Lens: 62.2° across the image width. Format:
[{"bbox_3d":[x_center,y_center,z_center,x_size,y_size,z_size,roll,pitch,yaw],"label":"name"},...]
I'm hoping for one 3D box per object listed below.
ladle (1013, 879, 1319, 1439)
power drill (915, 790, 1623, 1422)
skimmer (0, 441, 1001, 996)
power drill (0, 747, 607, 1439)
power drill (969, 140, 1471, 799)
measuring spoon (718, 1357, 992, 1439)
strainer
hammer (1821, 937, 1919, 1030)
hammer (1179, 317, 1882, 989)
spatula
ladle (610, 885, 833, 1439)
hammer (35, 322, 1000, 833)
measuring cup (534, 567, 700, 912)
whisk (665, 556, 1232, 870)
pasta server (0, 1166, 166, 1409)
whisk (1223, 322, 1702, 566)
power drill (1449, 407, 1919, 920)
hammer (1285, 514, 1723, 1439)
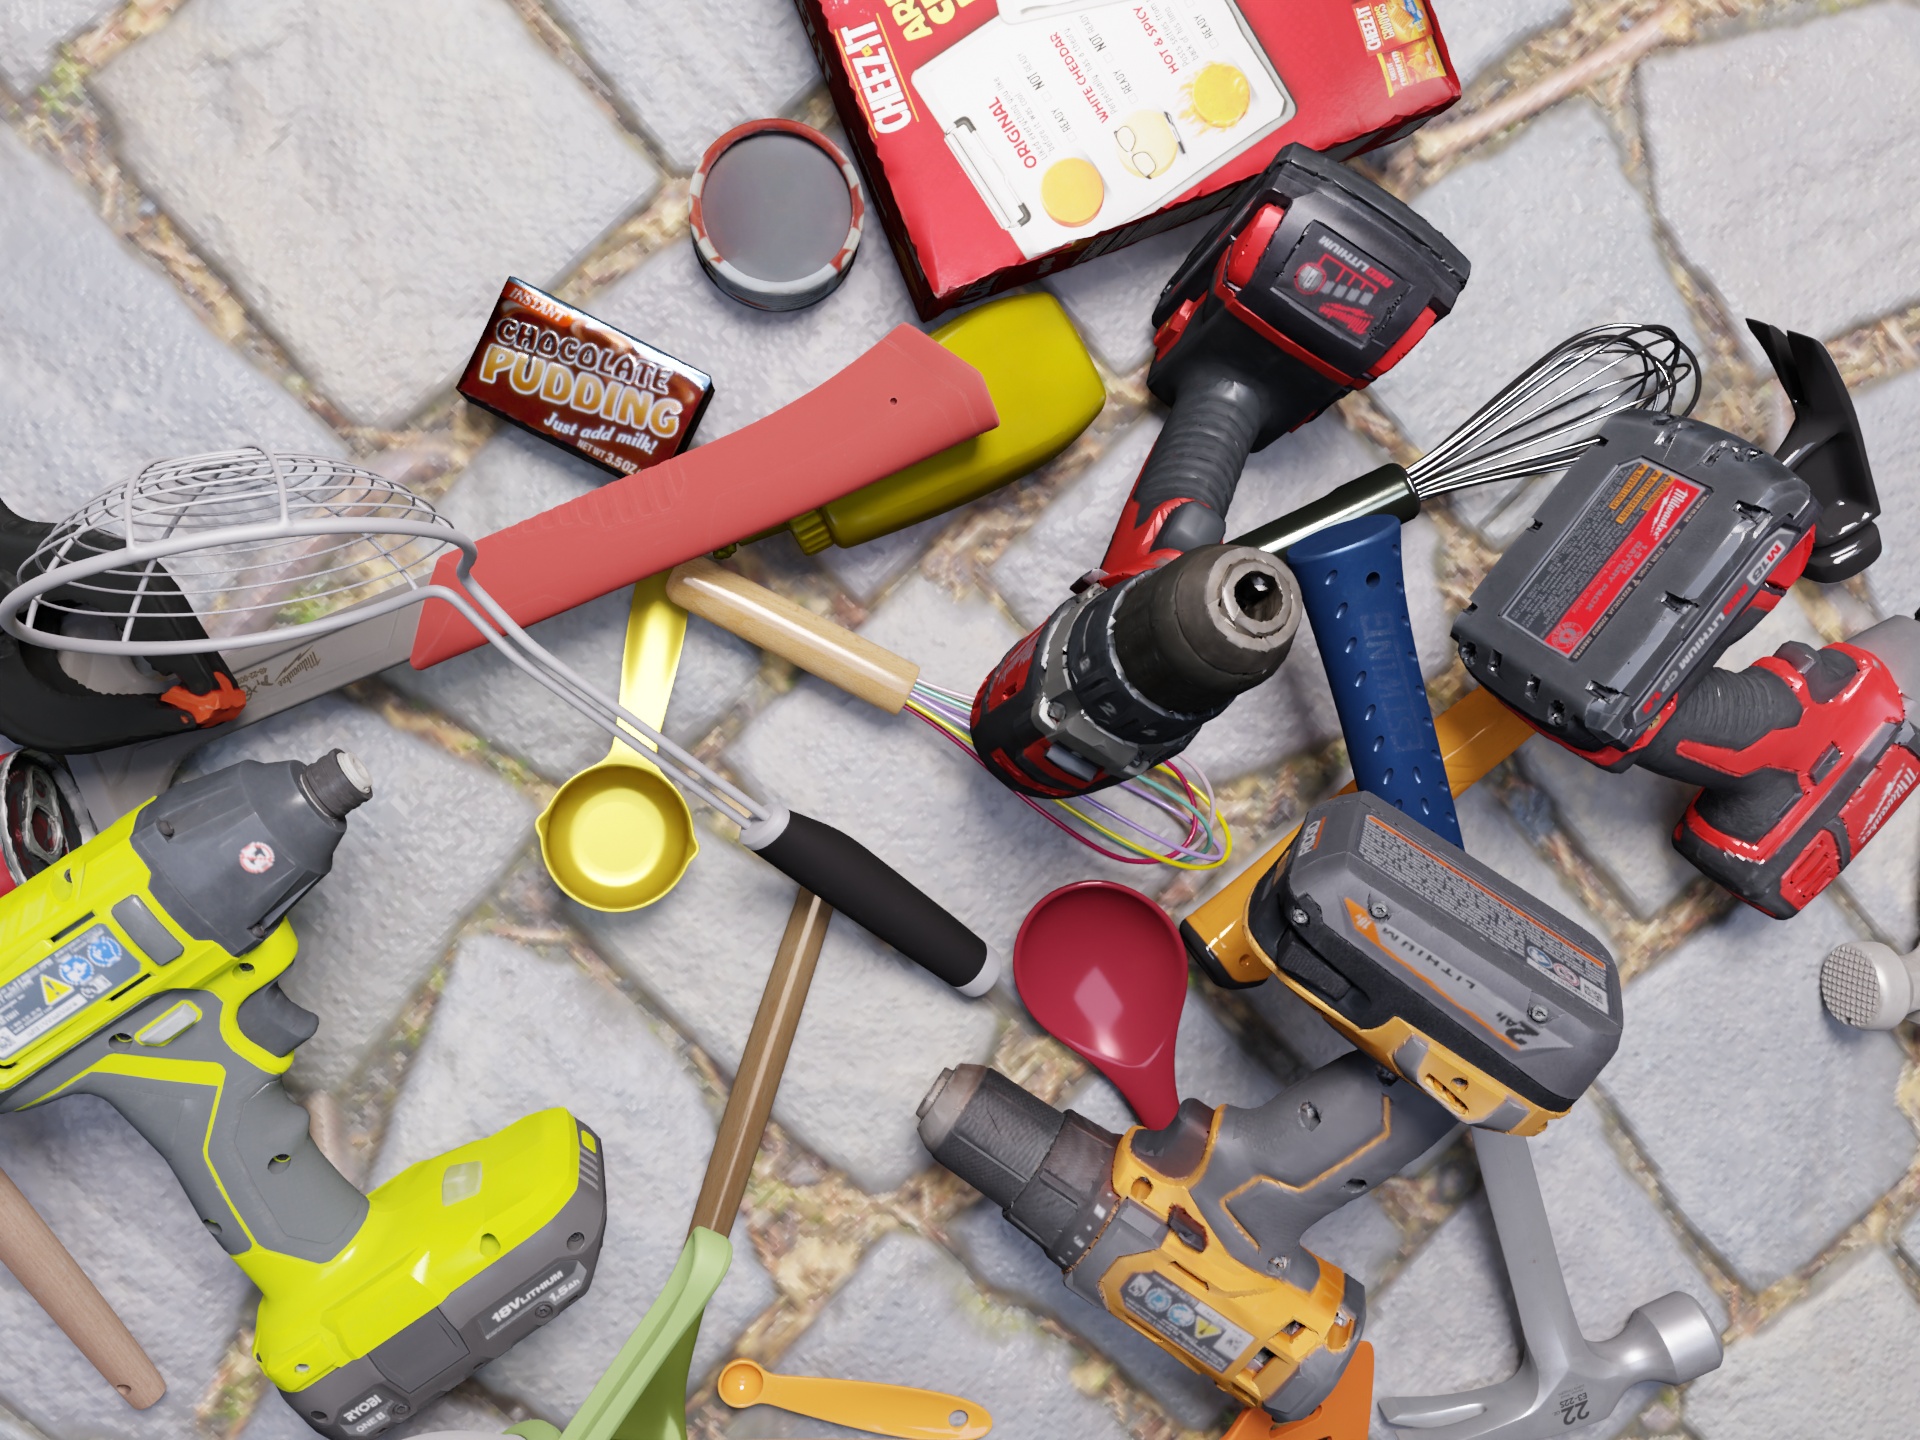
[{"bbox_3d":[0.102,0.206,0.657,0.069,0.031,0.315,-22,99,9],"label":"ladle"},{"bbox_3d":[0.101,0.134,0.580,0.185,0.084,0.226,33,118,5],"label":"power drill"},{"bbox_3d":[-0.120,0.029,0.533,0.363,0.127,0.090,39,51,-31],"label":"skimmer"},{"bbox_3d":[-0.229,0.128,0.555,0.171,0.080,0.223,-34,112,-3],"label":"power drill"},{"bbox_3d":[0.089,-0.082,0.539,0.080,0.188,0.227,31,72,-8],"label":"power drill"},{"bbox_3d":[-0.043,0.279,0.653,0.117,0.011,0.021,15,92,-12],"label":"measuring spoon"},{"bbox_3d":[-0.172,0.265,0.541,0.069,0.152,0.256,32,99,-18],"label":"strainer"},{"bbox_3d":[0.457,-0.071,0.681,0.146,0.038,0.410,1,93,-9],"label":"hammer"},{"bbox_3d":[0.223,-0.012,0.638,0.337,0.034,0.127,-39,125,0],"label":"hammer"},{"bbox_3d":[0.018,0.285,0.618,0.322,0.041,0.081,5,93,-11],"label":"spatula"},{"bbox_3d":[-0.100,0.200,0.617,0.078,0.062,0.320,18,89,4],"label":"ladle"},{"bbox_3d":[-0.154,-0.044,0.573,0.359,0.037,0.149,-21,96,5],"label":"hammer"},{"bbox_3d":[-0.125,-0.003,0.619,0.062,0.029,0.156,11,80,-12],"label":"measuring cup"},{"bbox_3d":[-0.001,-0.003,0.623,0.245,0.051,0.047,27,68,-7],"label":"whisk"},{"bbox_3d":[-0.363,0.132,0.538,0.060,0.040,0.316,-14,117,12],"label":"pasta server"},{"bbox_3d":[0.185,-0.097,0.643,0.246,0.057,0.059,-25,62,-2],"label":"whisk"},{"bbox_3d":[0.300,-0.019,0.603,0.219,0.079,0.143,28,103,-35],"label":"power drill"},{"bbox_3d":[0.194,0.119,0.624,0.144,0.035,0.405,-21,107,-4],"label":"hammer"}]
